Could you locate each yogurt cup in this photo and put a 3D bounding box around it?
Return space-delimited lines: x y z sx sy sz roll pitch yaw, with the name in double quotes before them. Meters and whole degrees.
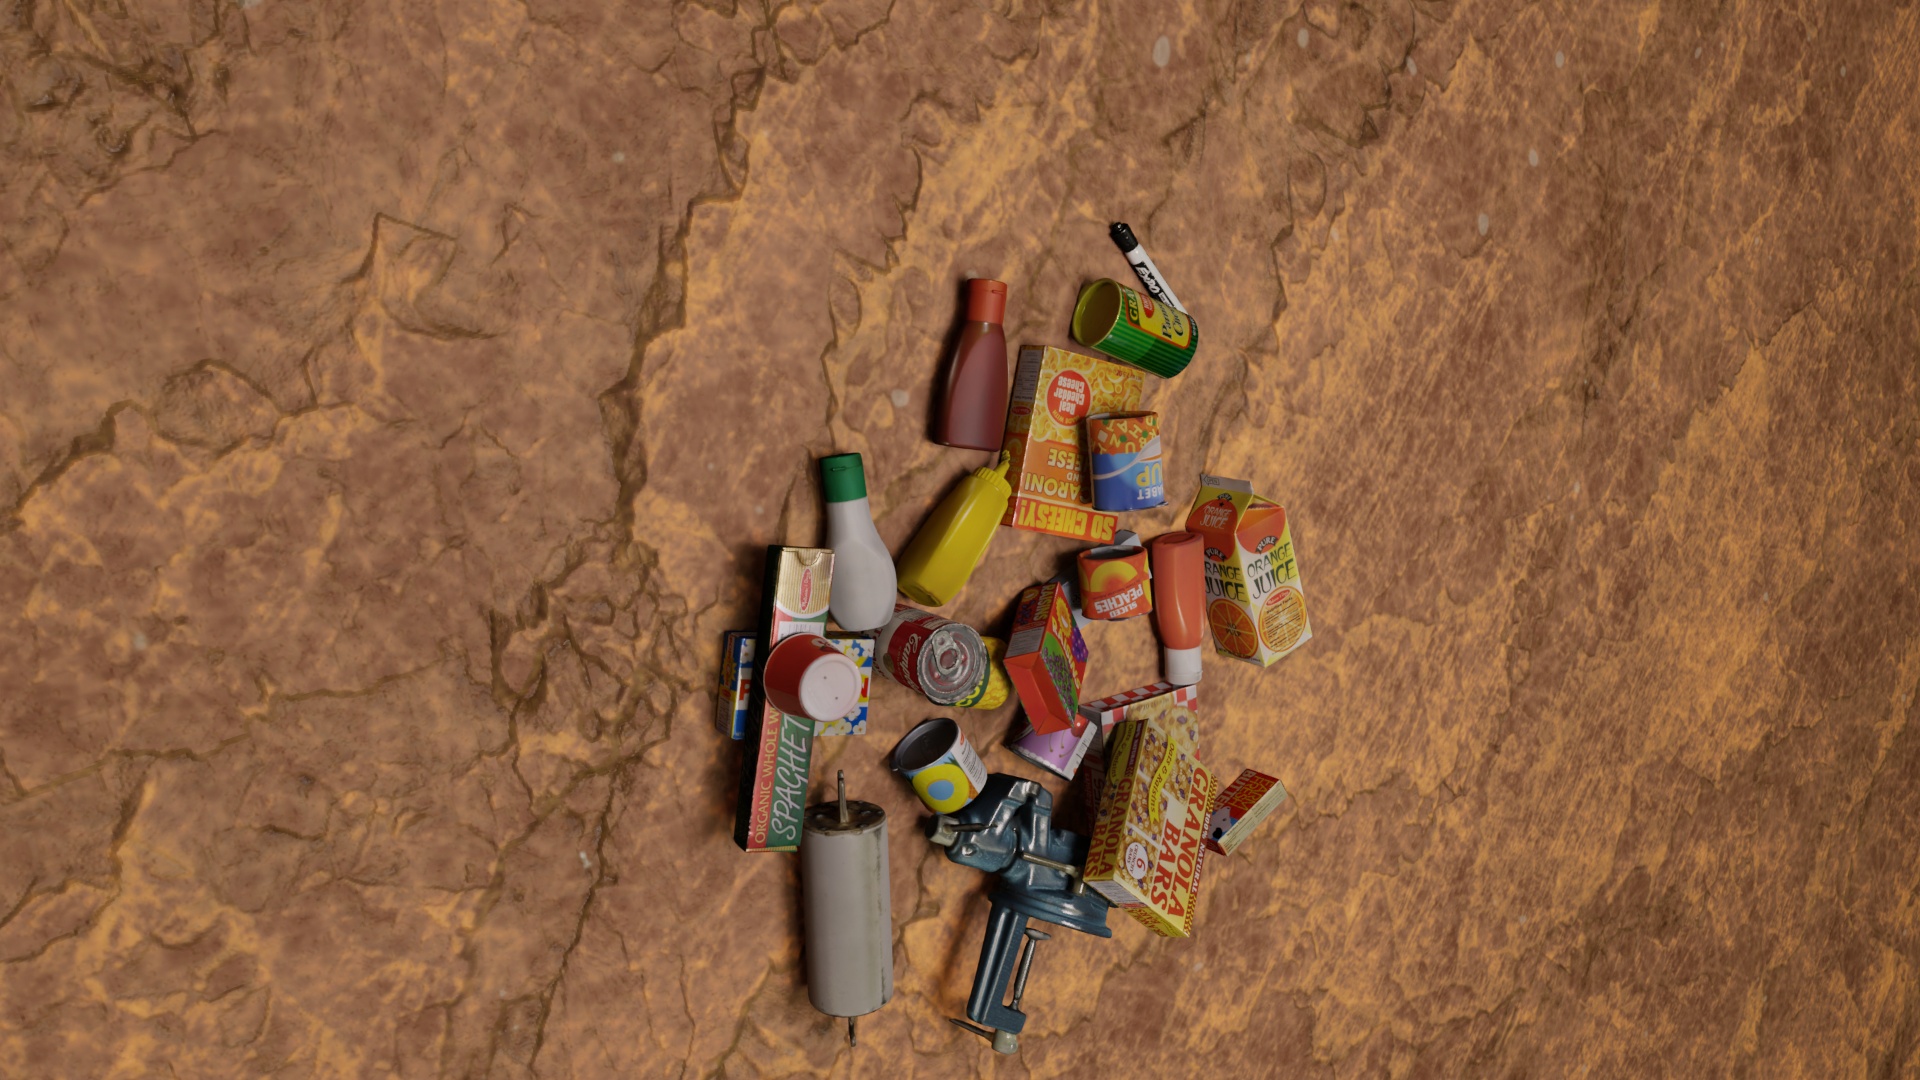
"yogurt cup" -0.113 0.110 1.089 0.072 0.054 0.072 -5 100 -32

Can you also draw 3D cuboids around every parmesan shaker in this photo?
"parmesan shaker" 0.164 -0.200 1.301 0.103 0.071 0.071 16 89 -34

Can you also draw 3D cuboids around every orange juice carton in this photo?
"orange juice carton" 0.289 0.024 1.410 0.073 0.072 0.192 -27 111 -27

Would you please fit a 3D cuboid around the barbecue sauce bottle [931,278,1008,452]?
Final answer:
"barbecue sauce bottle" 0.014 -0.154 1.223 0.065 0.043 0.148 5 94 -34

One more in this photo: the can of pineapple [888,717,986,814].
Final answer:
"can of pineapple" -0.019 0.202 1.241 0.071 0.071 0.057 -42 117 -21

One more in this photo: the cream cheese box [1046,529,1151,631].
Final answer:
"cream cheese box" 0.135 0.038 1.341 0.104 0.024 0.053 -34 115 -24

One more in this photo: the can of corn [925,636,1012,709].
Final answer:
"can of corn" 0.008 0.118 1.242 0.058 0.071 0.071 10 92 -34

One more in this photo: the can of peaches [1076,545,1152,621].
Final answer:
"can of peaches" 0.143 0.039 1.288 0.071 0.071 0.058 -12 102 -31

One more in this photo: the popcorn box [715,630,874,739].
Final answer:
"popcorn box" -0.138 0.120 1.167 0.127 0.038 0.085 3 94 -33

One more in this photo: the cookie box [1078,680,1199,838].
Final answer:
"cookie box" 0.182 0.234 1.391 0.123 0.040 0.167 -11 102 -32

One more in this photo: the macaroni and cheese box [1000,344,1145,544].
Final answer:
"macaroni and cheese box" 0.100 -0.087 1.290 0.124 0.040 0.166 10 91 -34

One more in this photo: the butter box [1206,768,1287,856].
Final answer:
"butter box" 0.291 0.286 1.462 0.104 0.053 0.024 -38 113 -23

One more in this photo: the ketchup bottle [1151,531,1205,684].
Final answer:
"ketchup bottle" 0.220 0.069 1.387 0.065 0.043 0.148 -20 109 -50

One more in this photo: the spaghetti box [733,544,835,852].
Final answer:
"spaghetti box" -0.143 0.128 1.123 0.050 0.028 0.249 5 94 -33

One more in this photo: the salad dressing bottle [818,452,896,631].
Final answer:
"salad dressing bottle" -0.091 0.000 1.173 0.064 0.044 0.147 -7 98 3

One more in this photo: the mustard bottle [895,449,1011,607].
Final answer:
"mustard bottle" 0.004 -0.015 1.226 0.048 0.065 0.161 44 70 -26

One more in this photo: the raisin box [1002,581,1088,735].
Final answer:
"raisin box" 0.079 0.106 1.264 0.124 0.040 0.086 -68 137 -59

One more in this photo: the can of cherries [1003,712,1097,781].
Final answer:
"can of cherries" 0.085 0.185 1.306 0.071 0.071 0.058 35 78 -32

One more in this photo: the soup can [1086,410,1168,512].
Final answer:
"soup can" 0.152 -0.072 1.258 0.071 0.071 0.083 -12 103 -31

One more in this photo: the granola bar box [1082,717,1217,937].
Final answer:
"granola bar box" 0.182 0.271 1.310 0.124 0.039 0.166 41 50 -31
